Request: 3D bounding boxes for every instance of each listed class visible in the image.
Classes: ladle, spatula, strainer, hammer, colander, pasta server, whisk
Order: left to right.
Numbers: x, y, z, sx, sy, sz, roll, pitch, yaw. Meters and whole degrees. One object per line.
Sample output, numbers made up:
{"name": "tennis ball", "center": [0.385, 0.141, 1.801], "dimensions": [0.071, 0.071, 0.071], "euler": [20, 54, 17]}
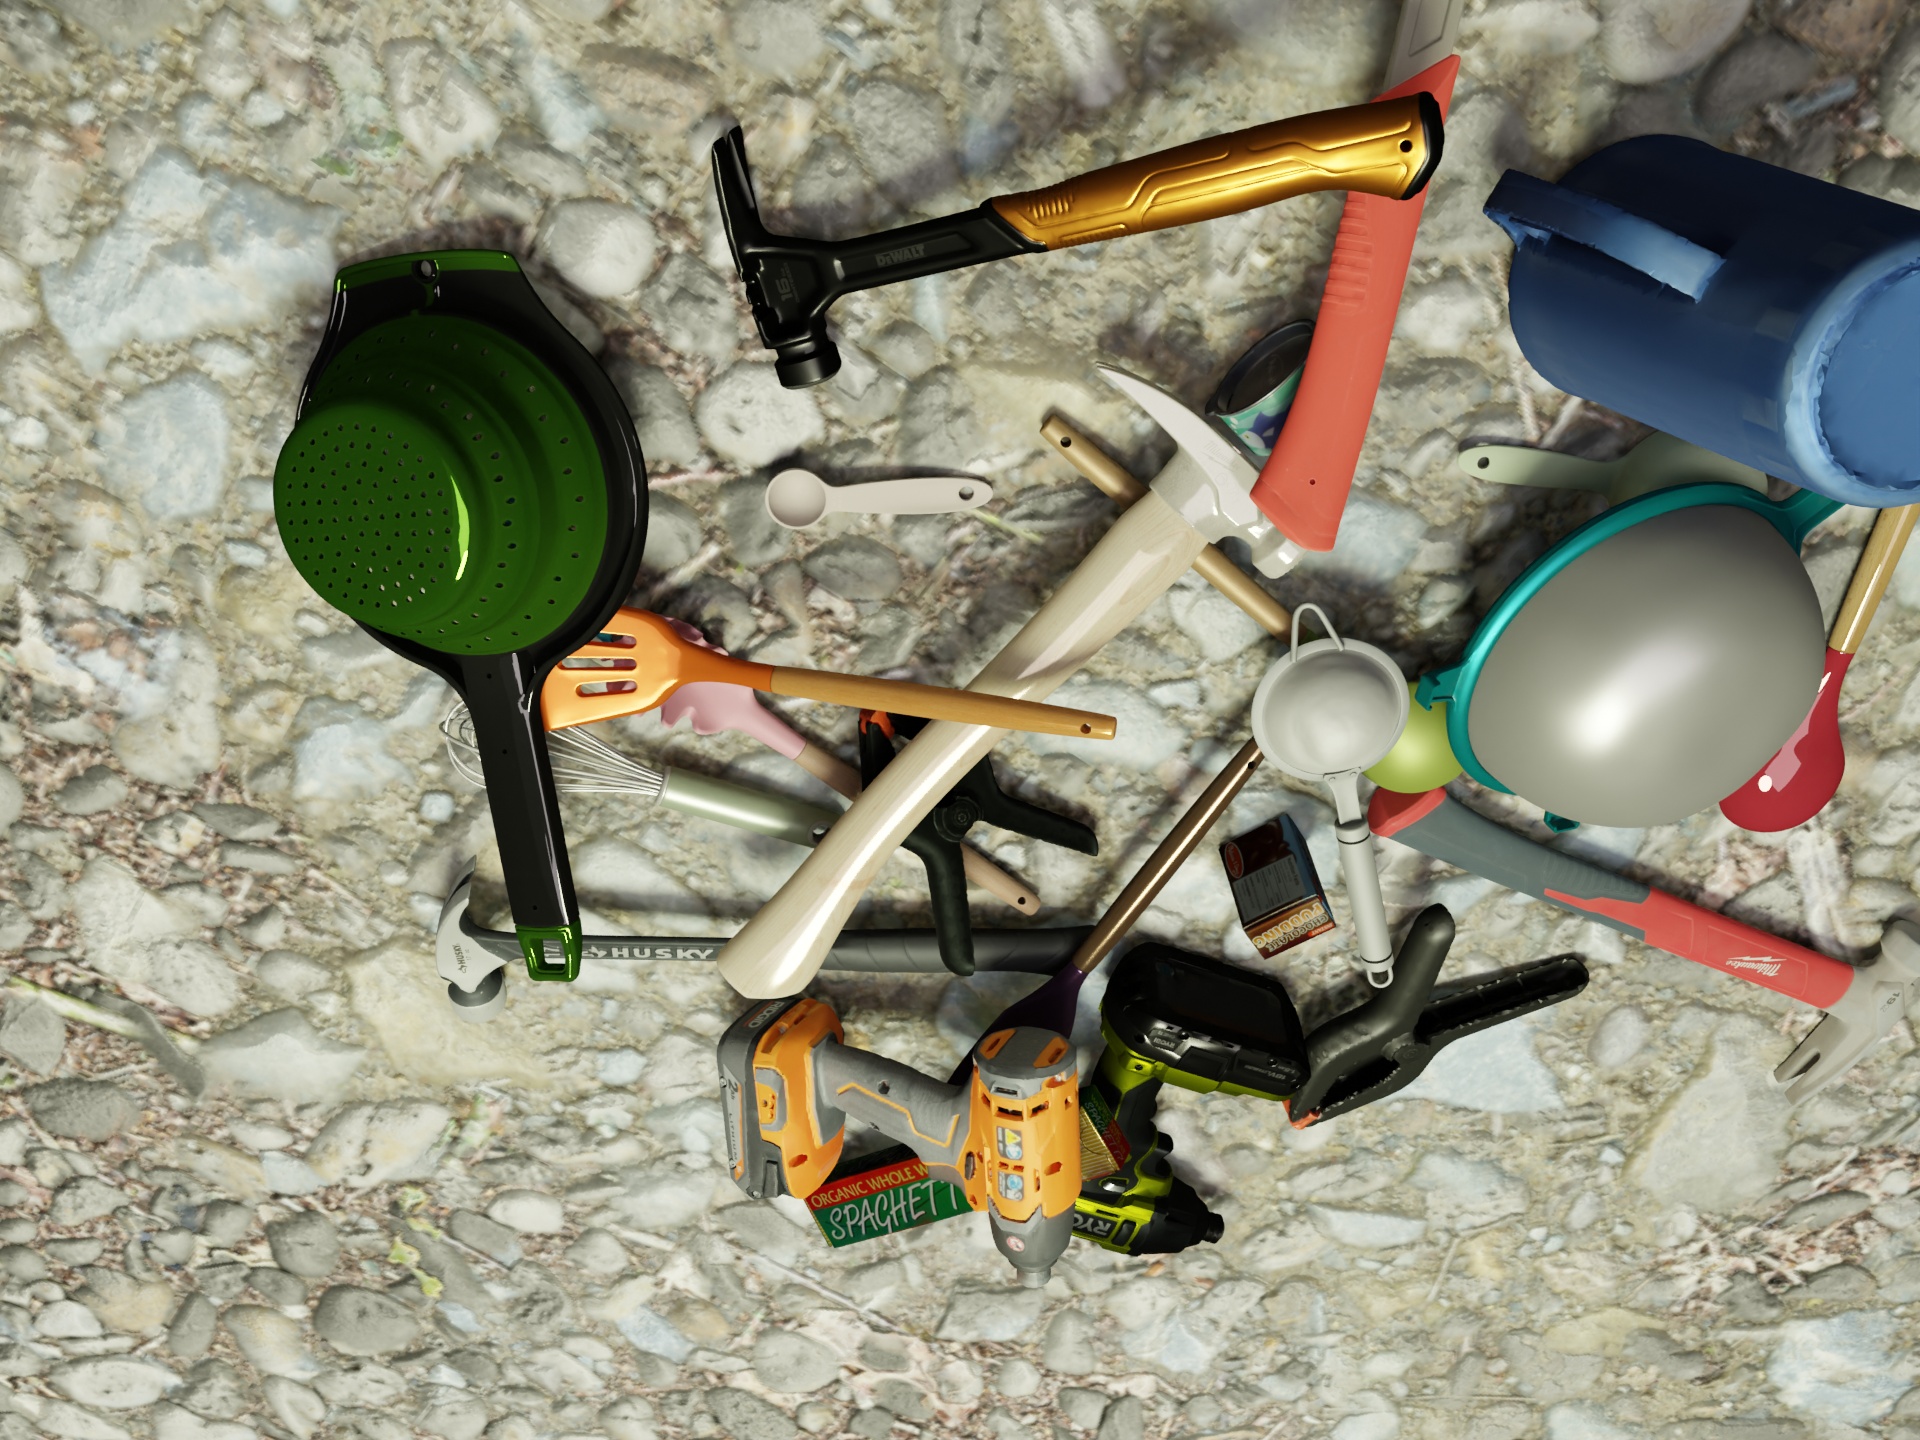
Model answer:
{"name": "colander", "center": [-0.258, -0.032, 0.810], "dimensions": [0.204, 0.094, 0.397], "euler": [-1, 107, 16]}
{"name": "whisk", "center": [-0.183, 0.036, 0.936], "dimensions": [0.246, 0.059, 0.058], "euler": [17, 101, -16]}
{"name": "hammer", "center": [-0.117, 0.138, 0.983], "dimensions": [0.409, 0.036, 0.149], "euler": [1, 142, -5]}
{"name": "spatula", "center": [-0.079, -0.015, 0.842], "dimensions": [0.322, 0.041, 0.081], "euler": [8, 110, 13]}
{"name": "pasta server", "center": [-0.073, 0.034, 0.940], "dimensions": [0.316, 0.040, 0.060], "euler": [35, 99, -20]}
{"name": "hammer", "center": [-0.001, -0.003, 0.869], "dimensions": [0.146, 0.038, 0.410], "euler": [41, 105, -9]}
{"name": "hammer", "center": [0.047, -0.242, 0.733], "dimensions": [0.337, 0.034, 0.127], "euler": [-6, 121, 22]}
{"name": "spatula", "center": [0.090, 0.132, 0.968], "dimensions": [0.059, 0.018, 0.316], "euler": [23, 115, -25]}
{"name": "ladle", "center": [0.168, -0.066, 0.890], "dimensions": [0.320, 0.062, 0.078], "euler": [38, 109, -12]}
{"name": "strainer", "center": [0.221, 0.055, 0.896], "dimensions": [0.087, 0.050, 0.258], "euler": [-15, 120, 6]}
{"name": "hammer", "center": [0.209, -0.254, 0.732], "dimensions": [0.149, 0.037, 0.359], "euler": [10, 104, -5]}
{"name": "hammer", "center": [0.421, 0.132, 1.001], "dimensions": [0.386, 0.038, 0.143], "euler": [21, 119, -12]}
{"name": "strainer", "center": [0.419, -0.054, 0.821], "dimensions": [0.340, 0.095, 0.210], "euler": [-42, 133, 17]}
{"name": "ladle", "center": [0.508, -0.065, 0.898], "dimensions": [0.069, 0.031, 0.315], "euler": [6, 118, -4]}

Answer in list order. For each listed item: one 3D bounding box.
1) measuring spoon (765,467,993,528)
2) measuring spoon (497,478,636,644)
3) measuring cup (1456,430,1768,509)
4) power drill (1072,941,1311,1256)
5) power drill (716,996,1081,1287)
{"name": "measuring spoon", "center": [-0.044, -0.124, 0.866], "dimensions": [0.124, 0.018, 0.034], "euler": [-2, 120, -7]}
{"name": "measuring spoon", "center": [-0.225, -0.078, 0.881], "dimensions": [0.042, 0.021, 0.128], "euler": [-34, 113, 17]}
{"name": "measuring cup", "center": [0.350, -0.124, 0.852], "dimensions": [0.167, 0.038, 0.083], "euler": [7, 119, -7]}
{"name": "power drill", "center": [0.131, 0.264, 1.054], "dimensions": [0.171, 0.080, 0.223], "euler": [18, 122, -10]}
{"name": "power drill", "center": [-0.033, 0.262, 0.987], "dimensions": [0.226, 0.084, 0.164], "euler": [4, 109, 25]}
